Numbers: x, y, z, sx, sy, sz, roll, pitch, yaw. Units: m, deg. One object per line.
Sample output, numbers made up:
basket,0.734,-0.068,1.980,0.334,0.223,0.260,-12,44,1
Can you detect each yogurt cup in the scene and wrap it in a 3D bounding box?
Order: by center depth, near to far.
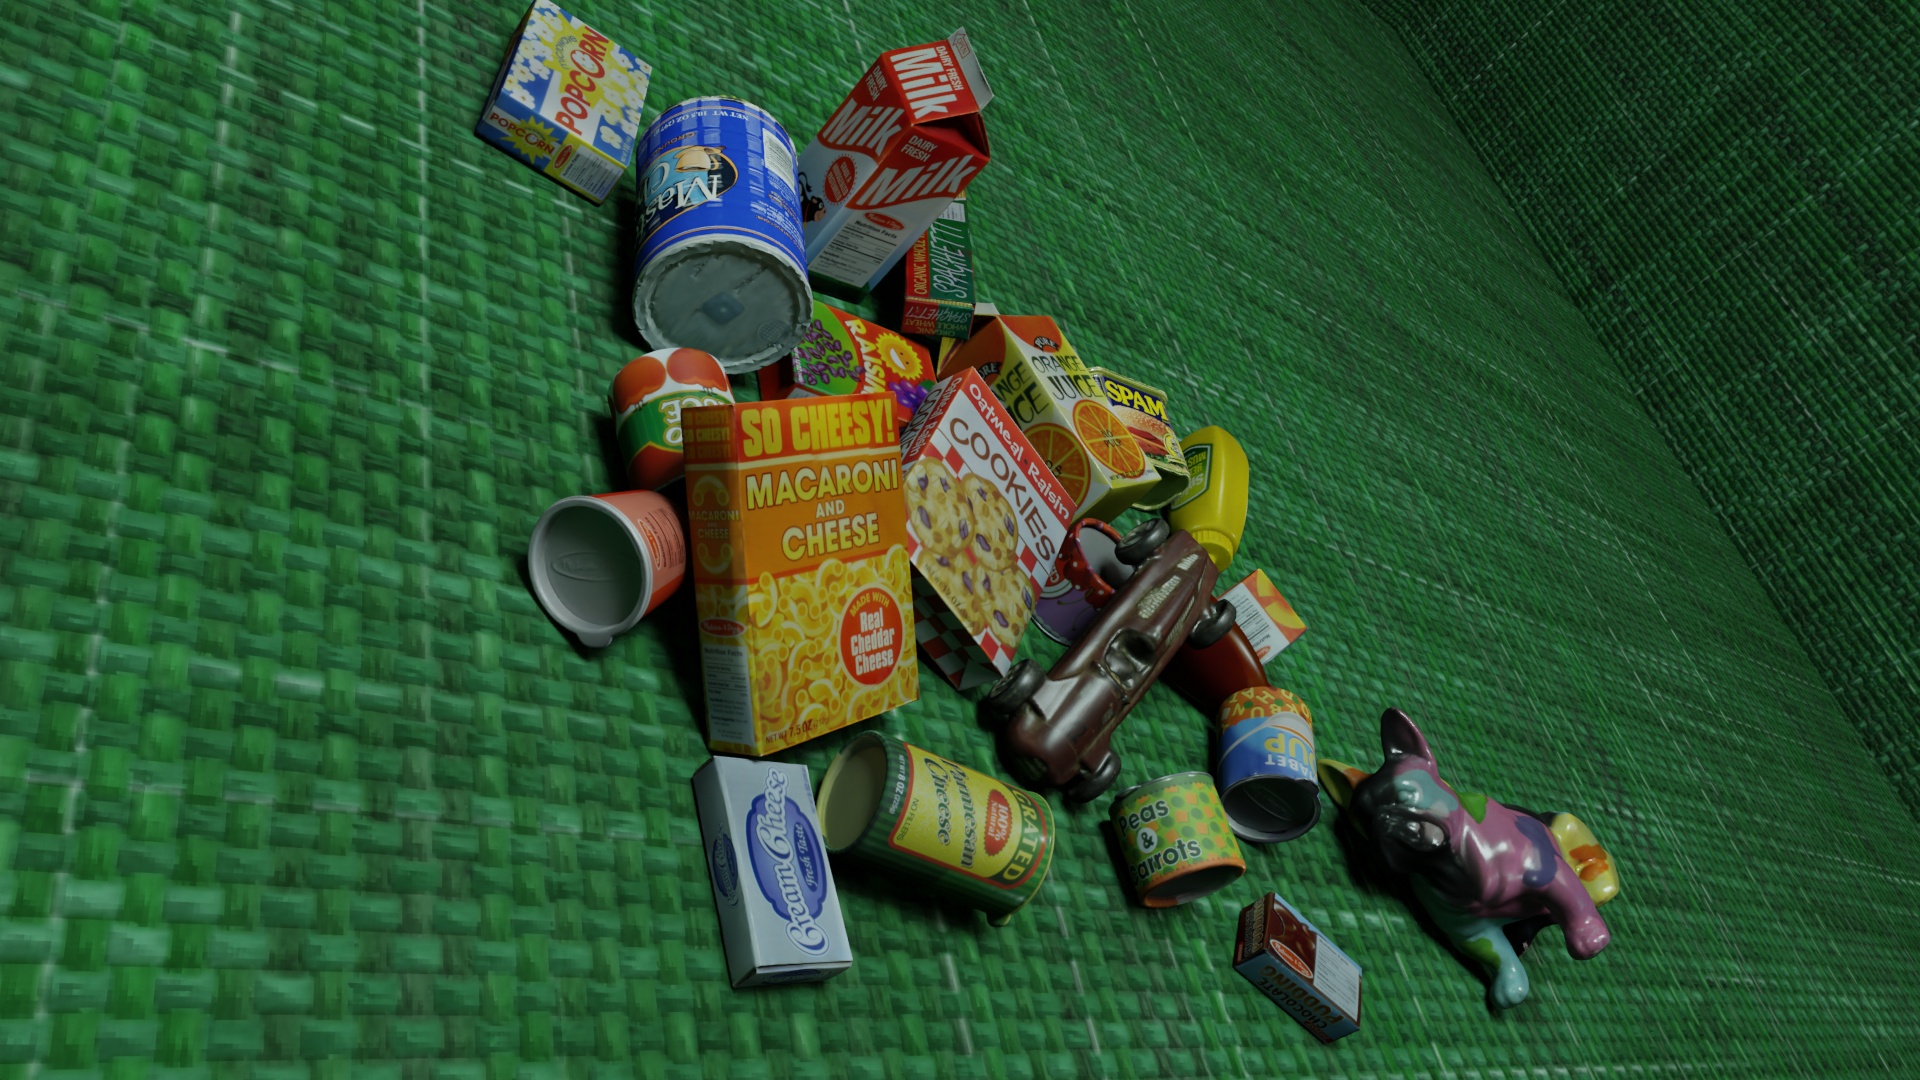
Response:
yogurt cup,-0.163,0.007,0.664,0.072,0.072,0.054,51,25,4

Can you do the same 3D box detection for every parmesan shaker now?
parmesan shaker,-0.013,0.144,0.693,0.103,0.071,0.072,27,39,-29

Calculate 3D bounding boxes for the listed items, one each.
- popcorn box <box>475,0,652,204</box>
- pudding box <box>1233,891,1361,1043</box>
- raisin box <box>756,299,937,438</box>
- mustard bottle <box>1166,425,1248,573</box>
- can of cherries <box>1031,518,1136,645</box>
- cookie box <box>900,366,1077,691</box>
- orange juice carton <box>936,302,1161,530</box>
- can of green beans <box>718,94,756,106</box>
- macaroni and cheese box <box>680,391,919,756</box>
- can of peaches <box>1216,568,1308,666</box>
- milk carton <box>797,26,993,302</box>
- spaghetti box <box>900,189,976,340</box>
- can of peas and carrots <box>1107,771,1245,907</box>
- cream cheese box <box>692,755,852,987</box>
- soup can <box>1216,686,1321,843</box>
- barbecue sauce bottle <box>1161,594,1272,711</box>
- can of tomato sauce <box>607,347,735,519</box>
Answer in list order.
popcorn box,-0.247,-0.279,0.876,0.085,0.038,0.127,27,39,-28
pudding box,0.209,0.263,0.856,0.083,0.030,0.050,41,35,-10
raisin box,-0.071,-0.103,0.899,0.123,0.040,0.086,16,45,-37
mustard bottle,0.195,-0.021,1.096,0.049,0.065,0.161,36,39,-25
can of cherries,0.079,0.026,0.920,0.071,0.058,0.072,30,38,-27
cookie box,0.003,-0.011,0.847,0.122,0.040,0.168,52,38,-22
orange juice carton,0.052,-0.098,1.002,0.072,0.072,0.193,-11,65,-52
can of green beans,-0.156,-0.258,0.941,0.071,0.057,0.071,30,38,-26
macaroni and cheese box,-0.078,0.011,0.701,0.124,0.040,0.166,-12,99,-53
can of peaches,0.214,0.062,1.031,0.058,0.071,0.071,52,34,7
milk carton,-0.049,-0.255,0.939,0.073,0.189,0.072,11,49,-44
spaghetti box,-0.019,-0.216,1.026,0.050,0.028,0.251,6,34,-6
can of peas and carrots,0.126,0.176,0.816,0.071,0.070,0.059,13,48,-41
cream cheese box,-0.087,0.151,0.639,0.053,0.024,0.104,13,47,-41
soup can,0.207,0.148,0.931,0.071,0.071,0.084,36,35,-18
barbecue sauce bottle,0.180,0.088,0.973,0.148,0.064,0.044,44,35,-22
can of tomato sauce,-0.145,-0.051,0.735,0.071,0.071,0.083,10,49,-44
